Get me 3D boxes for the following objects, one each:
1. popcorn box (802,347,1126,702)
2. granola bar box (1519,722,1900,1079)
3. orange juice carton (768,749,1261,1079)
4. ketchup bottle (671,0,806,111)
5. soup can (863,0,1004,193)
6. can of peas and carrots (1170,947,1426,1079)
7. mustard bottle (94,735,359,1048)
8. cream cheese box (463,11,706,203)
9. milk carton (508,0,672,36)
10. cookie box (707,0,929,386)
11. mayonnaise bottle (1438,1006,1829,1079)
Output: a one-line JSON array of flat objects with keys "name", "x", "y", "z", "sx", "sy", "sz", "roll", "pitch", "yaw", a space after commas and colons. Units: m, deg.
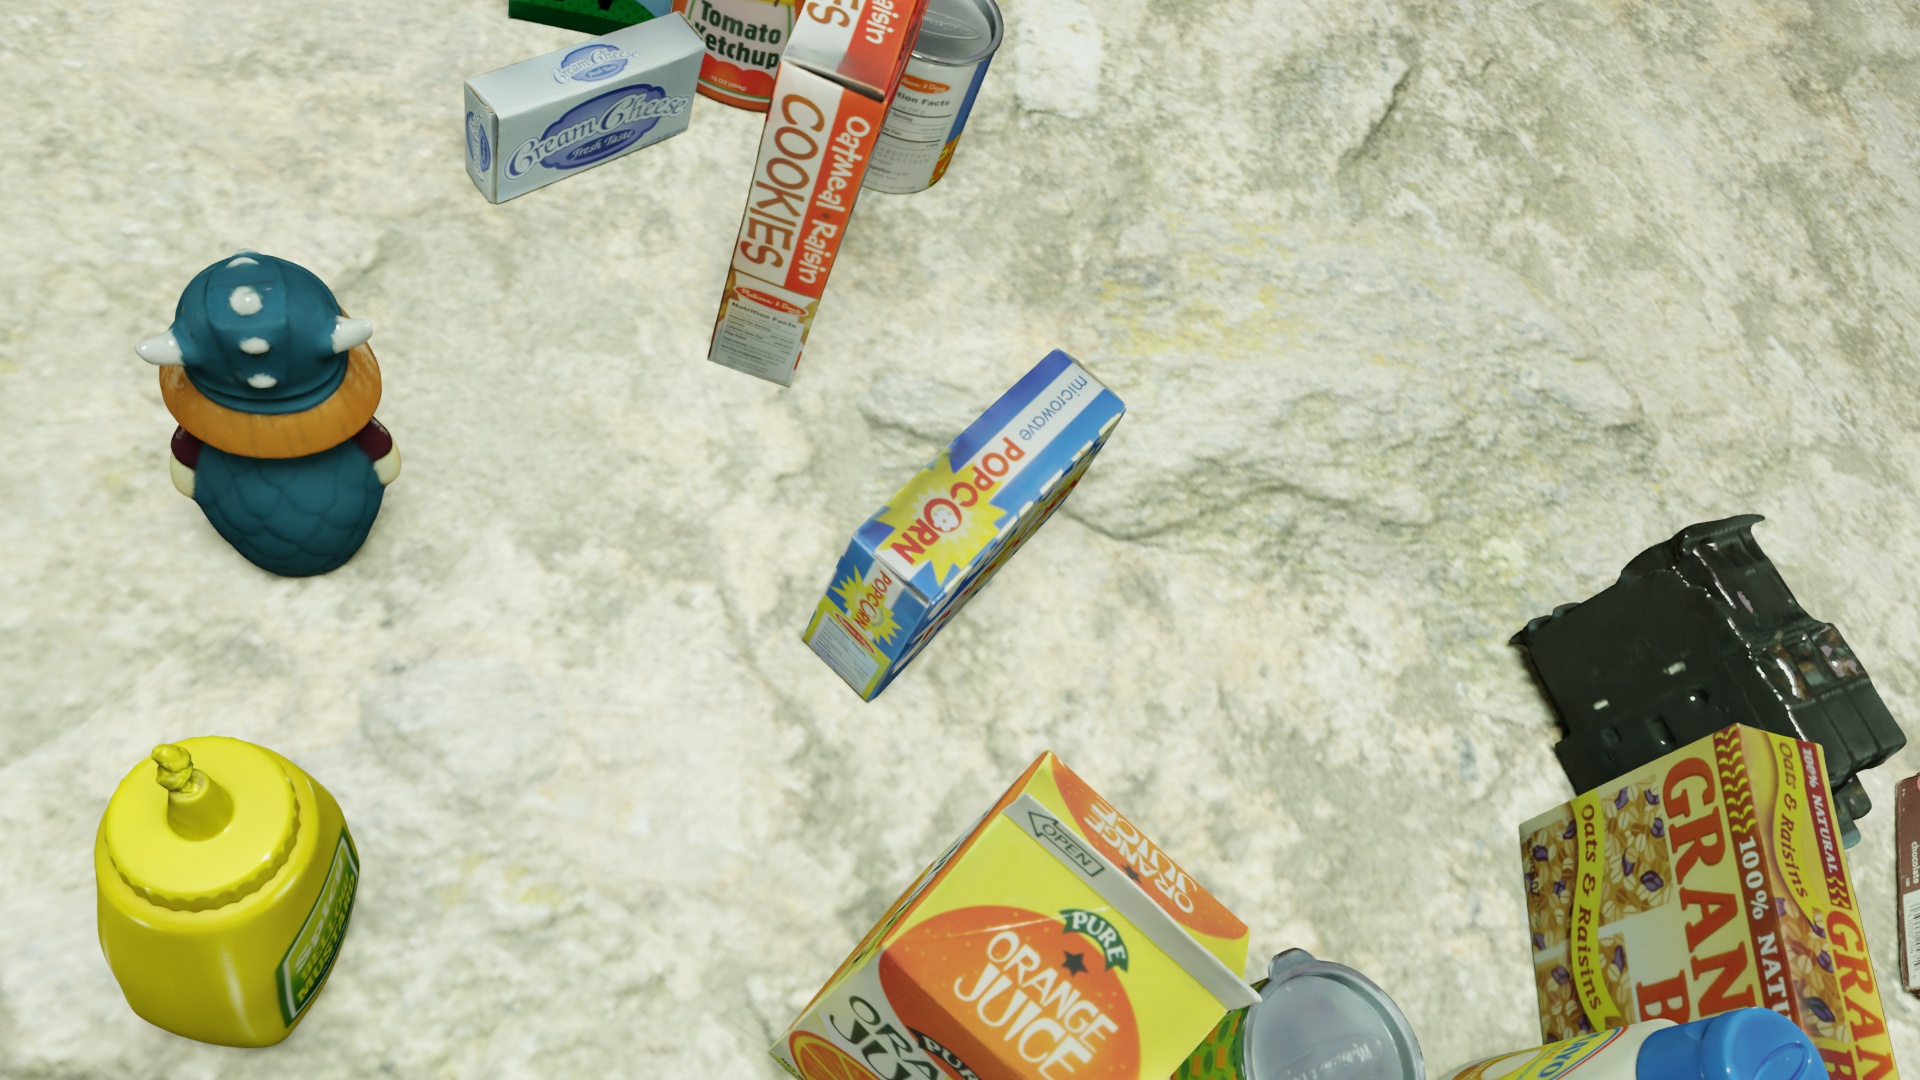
[{"name": "popcorn box", "x": 0.002, "y": -0.007, "z": 0.524, "sx": 0.038, "sy": 0.084, "sz": 0.127, "roll": 41, "pitch": 56, "yaw": 6}, {"name": "granola bar box", "x": 0.263, "y": 0.165, "z": 0.496, "sx": 0.039, "sy": 0.123, "sz": 0.166, "roll": 14, "pitch": 58, "yaw": -12}, {"name": "orange juice carton", "x": 0.012, "y": 0.124, "z": 0.388, "sx": 0.072, "sy": 0.191, "sz": 0.073, "roll": 42, "pitch": 56, "yaw": 6}, {"name": "ketchup bottle", "x": -0.086, "y": -0.255, "z": 0.598, "sx": 0.065, "sy": 0.148, "sz": 0.044, "roll": 17, "pitch": 57, "yaw": -10}, {"name": "soup can", "x": -0.024, "y": -0.213, "z": 0.635, "sx": 0.071, "sy": 0.083, "sz": 0.071, "roll": 9, "pitch": 59, "yaw": -15}, {"name": "can of peas and carrots", "x": 0.112, "y": 0.180, "z": 0.472, "sx": 0.071, "sy": 0.058, "sz": 0.071, "roll": 9, "pitch": 59, "yaw": -15}, {"name": "mustard bottle", "x": -0.188, "y": 0.087, "z": 0.356, "sx": 0.049, "sy": 0.159, "sz": 0.065, "roll": 18, "pitch": 57, "yaw": -10}, {"name": "cream cheese box", "x": -0.158, "y": -0.183, "z": 0.587, "sx": 0.104, "sy": 0.053, "sz": 0.024, "roll": -33, "pitch": 77, "yaw": -32}, {"name": "milk carton", "x": -0.146, "y": -0.308, "z": 0.581, "sx": 0.073, "sy": 0.189, "sz": 0.072, "roll": 6, "pitch": 60, "yaw": -17}, {"name": "cookie box", "x": -0.052, "y": -0.158, "z": 0.543, "sx": 0.040, "sy": 0.166, "sz": 0.123, "roll": 18, "pitch": 57, "yaw": -9}, {"name": "mayonnaise bottle", "x": 0.209, "y": 0.183, "z": 0.452, "sx": 0.065, "sy": 0.147, "sz": 0.041, "roll": -21, "pitch": 70, "yaw": -28}]
